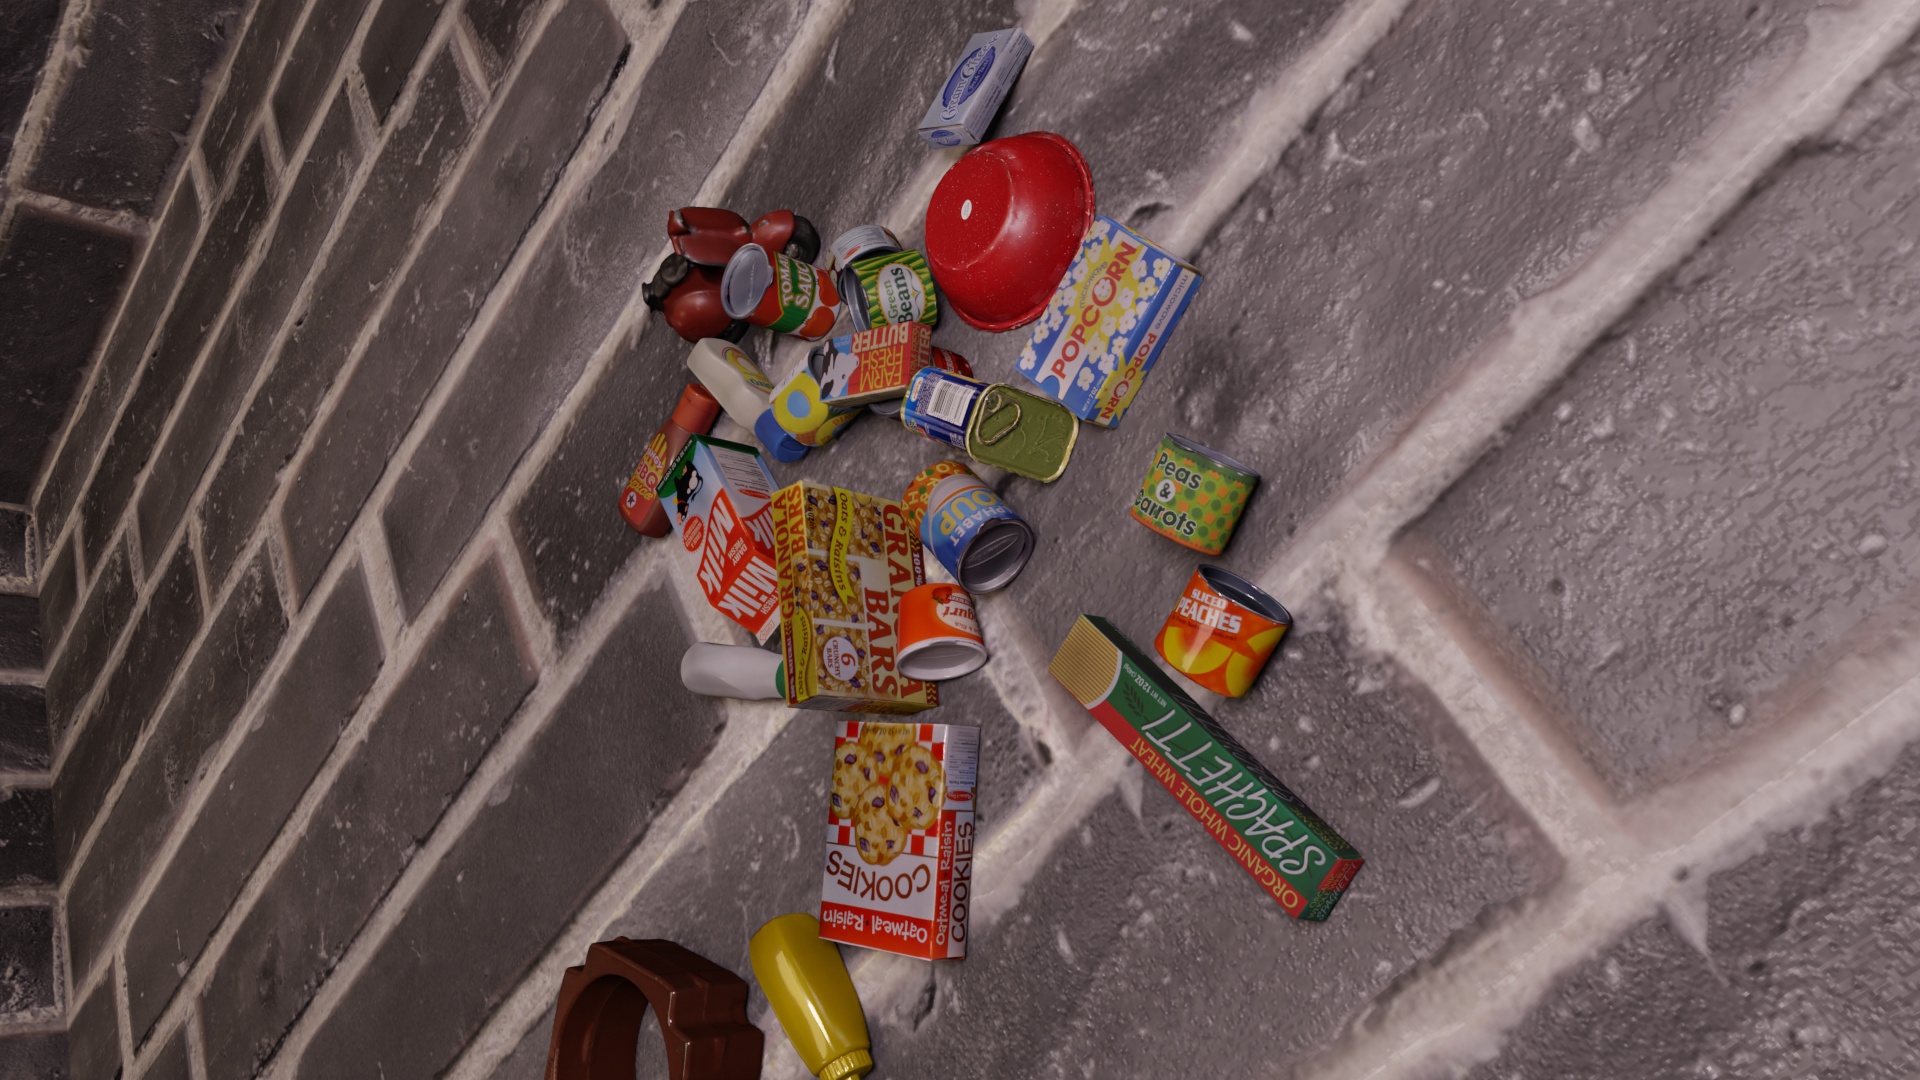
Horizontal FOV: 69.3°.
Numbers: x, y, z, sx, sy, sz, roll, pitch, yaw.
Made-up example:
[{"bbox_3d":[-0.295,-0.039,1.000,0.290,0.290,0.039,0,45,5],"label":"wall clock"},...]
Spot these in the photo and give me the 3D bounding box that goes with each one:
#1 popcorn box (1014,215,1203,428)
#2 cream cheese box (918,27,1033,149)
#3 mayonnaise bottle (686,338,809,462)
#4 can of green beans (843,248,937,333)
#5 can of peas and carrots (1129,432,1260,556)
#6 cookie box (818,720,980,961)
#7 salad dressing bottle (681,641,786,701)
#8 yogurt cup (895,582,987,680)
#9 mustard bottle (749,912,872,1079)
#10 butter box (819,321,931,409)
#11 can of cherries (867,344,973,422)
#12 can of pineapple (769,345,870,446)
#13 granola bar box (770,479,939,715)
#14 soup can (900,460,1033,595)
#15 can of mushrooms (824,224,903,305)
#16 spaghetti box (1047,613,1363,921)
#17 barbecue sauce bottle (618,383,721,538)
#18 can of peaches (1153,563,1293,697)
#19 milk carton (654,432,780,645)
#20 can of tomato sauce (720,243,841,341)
[{"bbox_3d":[0.103,-0.154,0.980,0.085,0.038,0.126,43,111,39],"label":"popcorn box"},{"bbox_3d":[0.012,-0.358,1.096,0.053,0.024,0.104,11,67,46],"label":"cream cheese box"},{"bbox_3d":[-0.185,-0.125,1.238,0.148,0.065,0.041,46,110,35],"label":"mayonnaise bottle"},{"bbox_3d":[-0.056,-0.195,1.110,0.071,0.058,0.071,165,89,-76],"label":"can of green beans"},{"bbox_3d":[0.148,-0.030,0.887,0.071,0.071,0.058,35,106,42],"label":"can of peas and carrots"},{"bbox_3d":[-0.046,0.222,1.043,0.123,0.040,0.167,-5,77,43],"label":"cookie box"},{"bbox_3d":[-0.171,0.113,1.175,0.147,0.064,0.044,1,63,36],"label":"salad dressing bottle"},{"bbox_3d":[-0.017,0.067,1.032,0.072,0.072,0.054,-31,53,36],"label":"yogurt cup"},{"bbox_3d":[-0.106,0.362,1.055,0.048,0.065,0.161,-46,57,23],"label":"mustard bottle"},{"bbox_3d":[-0.065,-0.134,1.065,0.103,0.024,0.053,-4,78,45],"label":"butter box"},{"bbox_3d":[-0.031,-0.124,1.089,0.071,0.058,0.071,-12,72,43],"label":"can of cherries"},{"bbox_3d":[-0.117,-0.119,1.167,0.057,0.071,0.071,-40,56,32],"label":"can of pineapple"},{"bbox_3d":[-0.079,0.045,1.052,0.039,0.124,0.166,-22,67,39],"label":"granola bar box"},{"bbox_3d":[0.004,-0.013,1.024,0.084,0.071,0.071,46,113,40],"label":"soup can"},{"bbox_3d":[-0.076,-0.225,1.151,0.070,0.071,0.033,-48,53,26],"label":"can of mushrooms"},{"bbox_3d":[0.147,0.137,0.882,0.251,0.029,0.050,44,113,40],"label":"spaghetti box"},{"bbox_3d":[-0.274,-0.078,1.325,0.065,0.044,0.148,46,112,41],"label":"barbecue sauce bottle"},{"bbox_3d":[0.160,0.056,0.857,0.071,0.071,0.058,43,112,40],"label":"can of peaches"},{"bbox_3d":[-0.189,-0.001,1.205,0.072,0.073,0.191,-52,51,24],"label":"milk carton"},{"bbox_3d":[-0.154,-0.215,1.210,0.071,0.083,0.071,-11,74,42],"label":"can of tomato sauce"}]
